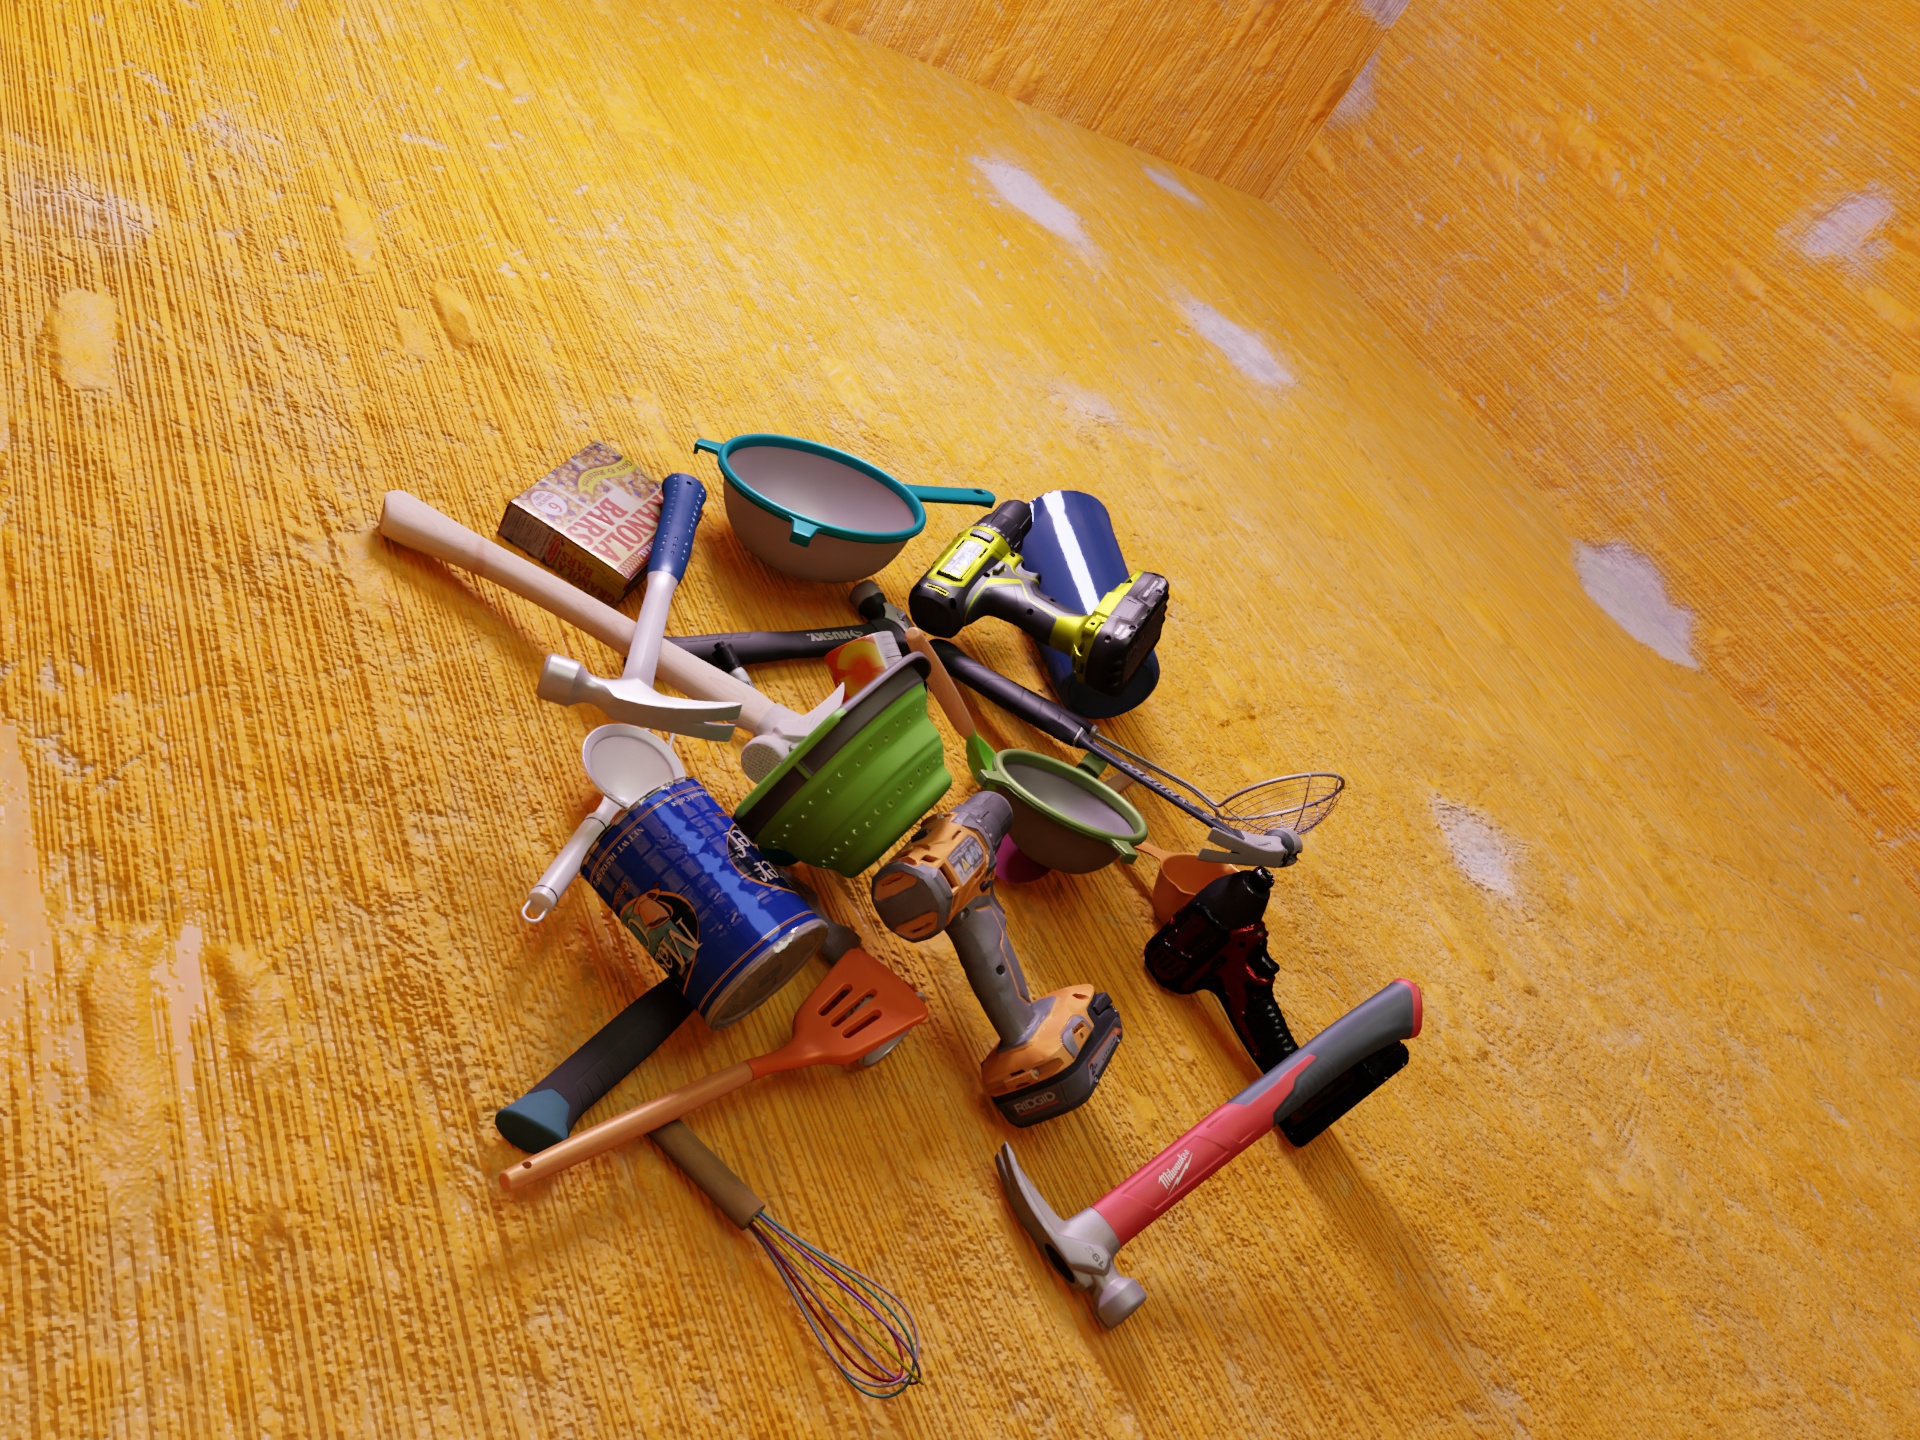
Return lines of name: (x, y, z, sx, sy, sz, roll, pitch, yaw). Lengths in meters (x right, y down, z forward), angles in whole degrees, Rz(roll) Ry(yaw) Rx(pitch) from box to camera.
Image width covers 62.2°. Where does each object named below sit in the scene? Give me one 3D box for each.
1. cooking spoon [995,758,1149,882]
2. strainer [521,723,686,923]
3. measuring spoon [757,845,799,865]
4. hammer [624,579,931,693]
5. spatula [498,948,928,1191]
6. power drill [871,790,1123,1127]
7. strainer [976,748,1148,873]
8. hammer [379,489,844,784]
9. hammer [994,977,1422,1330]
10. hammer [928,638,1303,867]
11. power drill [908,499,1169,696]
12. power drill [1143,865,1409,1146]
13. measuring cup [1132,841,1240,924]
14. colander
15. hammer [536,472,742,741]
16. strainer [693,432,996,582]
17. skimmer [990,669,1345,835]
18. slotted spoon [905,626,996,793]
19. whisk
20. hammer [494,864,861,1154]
cooking spoon: (0.108, 0.088, 1.511, 0.069, 0.017, 0.319, 40, 33, 16)
strainer: (-0.264, 0.073, 1.153, 0.087, 0.050, 0.259, 35, 28, -8)
measuring spoon: (-0.116, 0.108, 1.291, 0.128, 0.021, 0.042, 10, 27, -47)
hammer: (-0.161, -0.064, 1.446, 0.334, 0.035, 0.146, -8, 51, -47)
spatula: (-0.155, 0.228, 1.028, 0.081, 0.041, 0.322, 37, 32, 29)
power drill: (0.034, 0.169, 1.214, 0.226, 0.084, 0.185, 59, 29, -6)
strainer: (0.096, 0.081, 1.450, 0.151, 0.069, 0.256, 28, 15, 7)
hammer: (-0.290, -0.083, 1.297, 0.410, 0.038, 0.146, 29, 29, 7)
hammer: (0.207, 0.287, 1.203, 0.386, 0.038, 0.143, -28, 67, -30)
hammer: (0.120, 0.026, 1.477, 0.409, 0.036, 0.149, 32, 15, 29)
power drill: (0.087, -0.130, 1.583, 0.228, 0.080, 0.191, 24, 51, 18)
power drill: (0.268, 0.236, 1.356, 0.078, 0.143, 0.220, -12, 58, -52)
measuring cup: (0.187, 0.150, 1.487, 0.174, 0.052, 0.095, 25, 25, 30)
colander: (-0.062, 0.043, 1.268, 0.094, 0.204, 0.397, 46, 10, 2)
hammer: (-0.240, -0.107, 1.303, 0.144, 0.035, 0.406, 18, 28, -13)
strainer: (-0.101, -0.198, 1.602, 0.340, 0.095, 0.211, -5, 37, -44)
skimmer: (0.198, 0.018, 1.578, 0.363, 0.127, 0.090, 28, 71, 9)
slotted spoon: (-0.002, -0.004, 1.363, 0.070, 0.031, 0.313, 64, 2, 28)
whisk: (-0.114, 0.328, 0.994, 0.245, 0.051, 0.047, 40, 12, 15)
hammer: (-0.195, 0.191, 1.092, 0.128, 0.033, 0.331, 40, 33, 6)
